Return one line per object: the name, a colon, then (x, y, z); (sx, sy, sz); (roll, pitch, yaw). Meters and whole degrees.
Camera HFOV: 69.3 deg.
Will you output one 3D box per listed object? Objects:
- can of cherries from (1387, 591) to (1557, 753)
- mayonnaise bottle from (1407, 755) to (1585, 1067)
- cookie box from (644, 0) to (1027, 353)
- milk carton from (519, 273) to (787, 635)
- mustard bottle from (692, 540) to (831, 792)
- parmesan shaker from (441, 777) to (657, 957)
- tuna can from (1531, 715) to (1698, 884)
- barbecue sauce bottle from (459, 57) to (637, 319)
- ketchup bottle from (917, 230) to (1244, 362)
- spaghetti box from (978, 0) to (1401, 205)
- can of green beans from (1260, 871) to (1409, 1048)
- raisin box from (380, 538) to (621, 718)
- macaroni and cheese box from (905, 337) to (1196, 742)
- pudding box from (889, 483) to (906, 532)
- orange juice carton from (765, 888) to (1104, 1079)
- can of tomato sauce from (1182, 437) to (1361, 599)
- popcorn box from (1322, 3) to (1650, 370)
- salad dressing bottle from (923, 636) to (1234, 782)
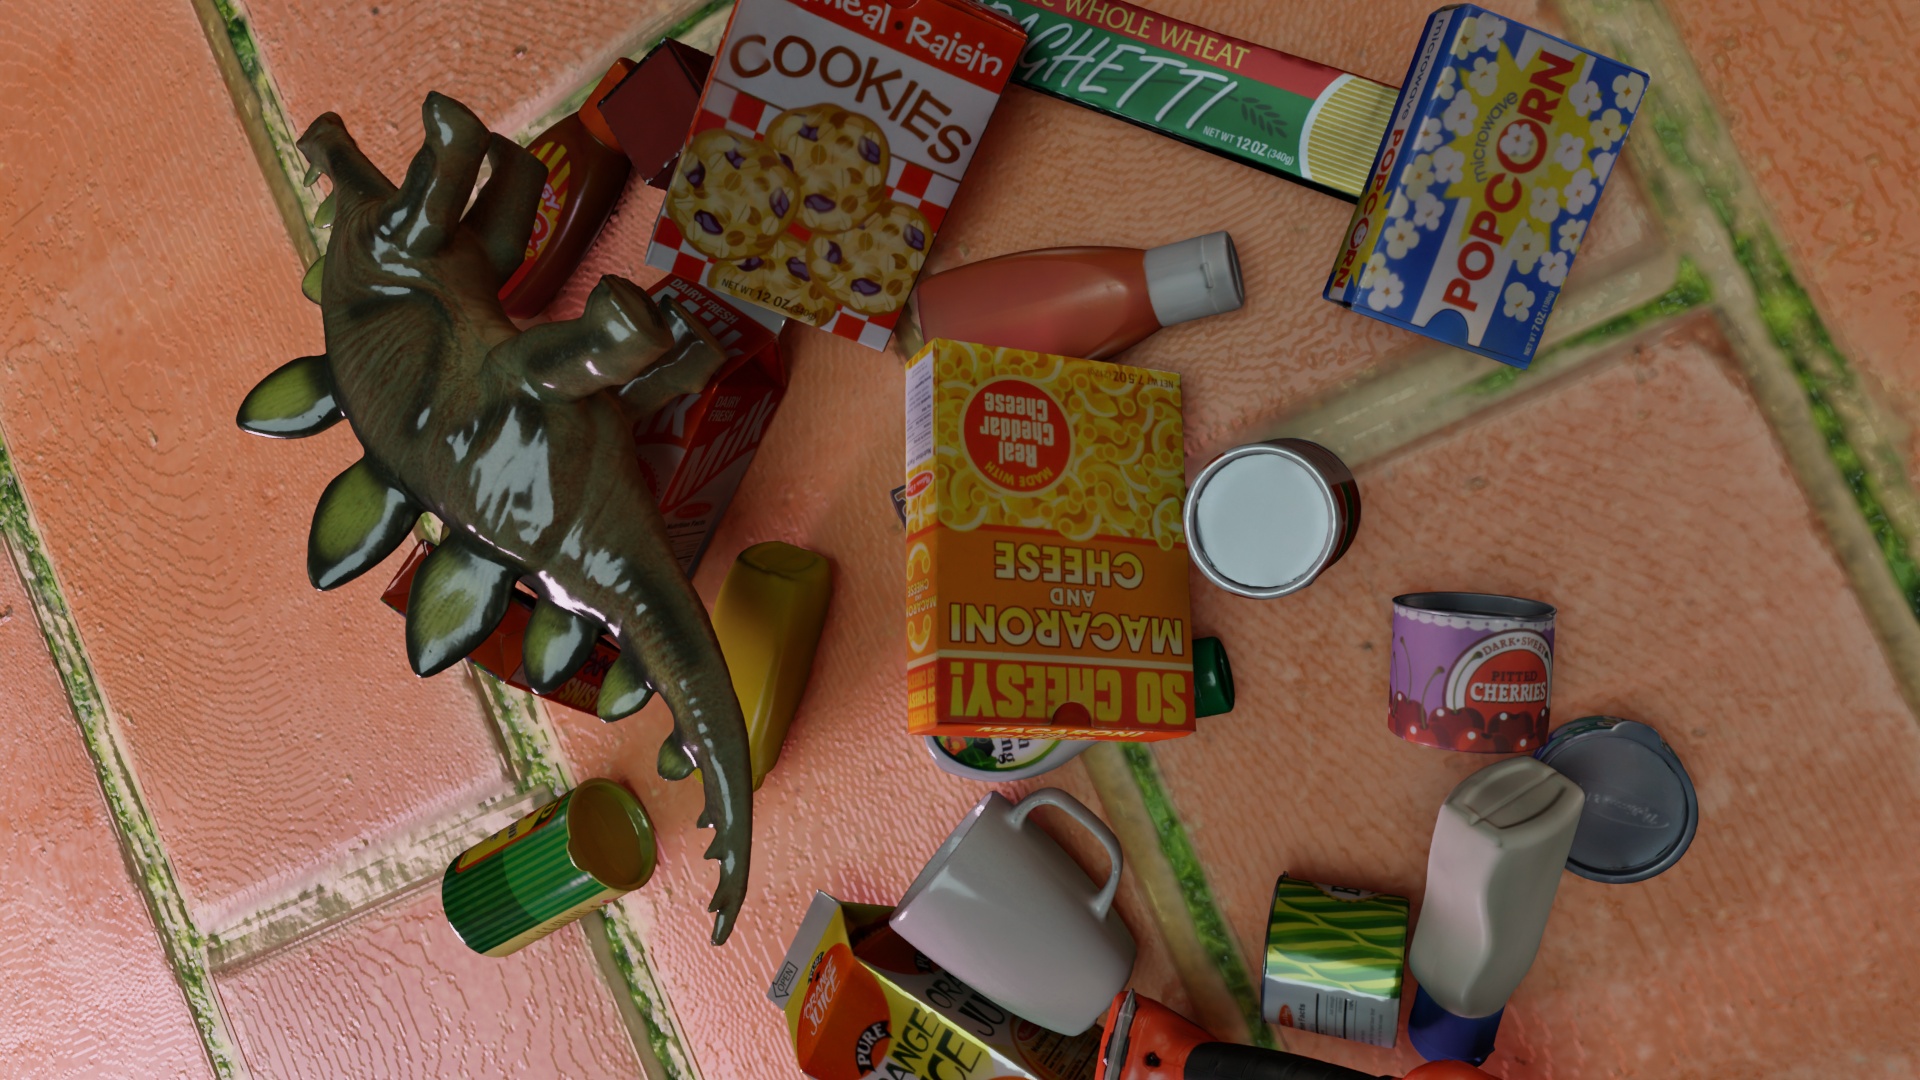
can of cherries: (0.218, 0.055, 0.591); (0.071, 0.071, 0.058); (4, 97, 21)
mayonnaise bottle: (0.220, 0.163, 0.588); (0.041, 0.065, 0.147); (37, 137, 44)
cookie box: (-0.060, -0.184, 0.642); (0.123, 0.040, 0.166); (19, 119, -18)
milk carton: (-0.157, -0.052, 0.724); (0.072, 0.073, 0.190); (34, 105, 15)
mustard bottle: (-0.111, 0.081, 0.725); (0.049, 0.065, 0.159); (21, 106, 14)
parmesan shaker: (-0.232, 0.184, 0.775); (0.103, 0.071, 0.071); (-30, 84, 21)
tuna can: (0.277, 0.107, 0.593); (0.071, 0.033, 0.071); (2, 96, 21)
barbecue sauce bottle: (-0.213, -0.192, 0.750); (0.148, 0.044, 0.065); (-44, 77, 18)
ketchup bottle: (0.056, -0.110, 0.653); (0.148, 0.044, 0.064); (-10, 99, 21)
spaghetti box: (0.096, -0.212, 0.637); (0.250, 0.029, 0.050); (25, 102, 17)
can of green beans: (0.169, 0.189, 0.625); (0.058, 0.071, 0.071); (5, 97, 20)
raisin box: (-0.234, 0.049, 0.735); (0.086, 0.123, 0.040); (29, 80, 15)
macaroni and cheese box: (0.039, 0.002, 0.609); (0.040, 0.124, 0.167); (150, 122, -63)
pudding box: (0.002, -0.008, 0.661); (0.030, 0.084, 0.049); (-23, 87, 22)
orange juice carton: (-0.007, 0.253, 0.694); (0.193, 0.073, 0.071); (28, 104, 17)
can of tomato sauce: (0.137, -0.009, 0.610); (0.071, 0.083, 0.071); (2, 95, 21)
popcorn box: (0.215, -0.145, 0.574); (0.085, 0.038, 0.126); (16, 102, -12)
salad dressing bottle: (0.056, 0.078, 0.670); (0.147, 0.044, 0.064); (-14, 82, 19)
